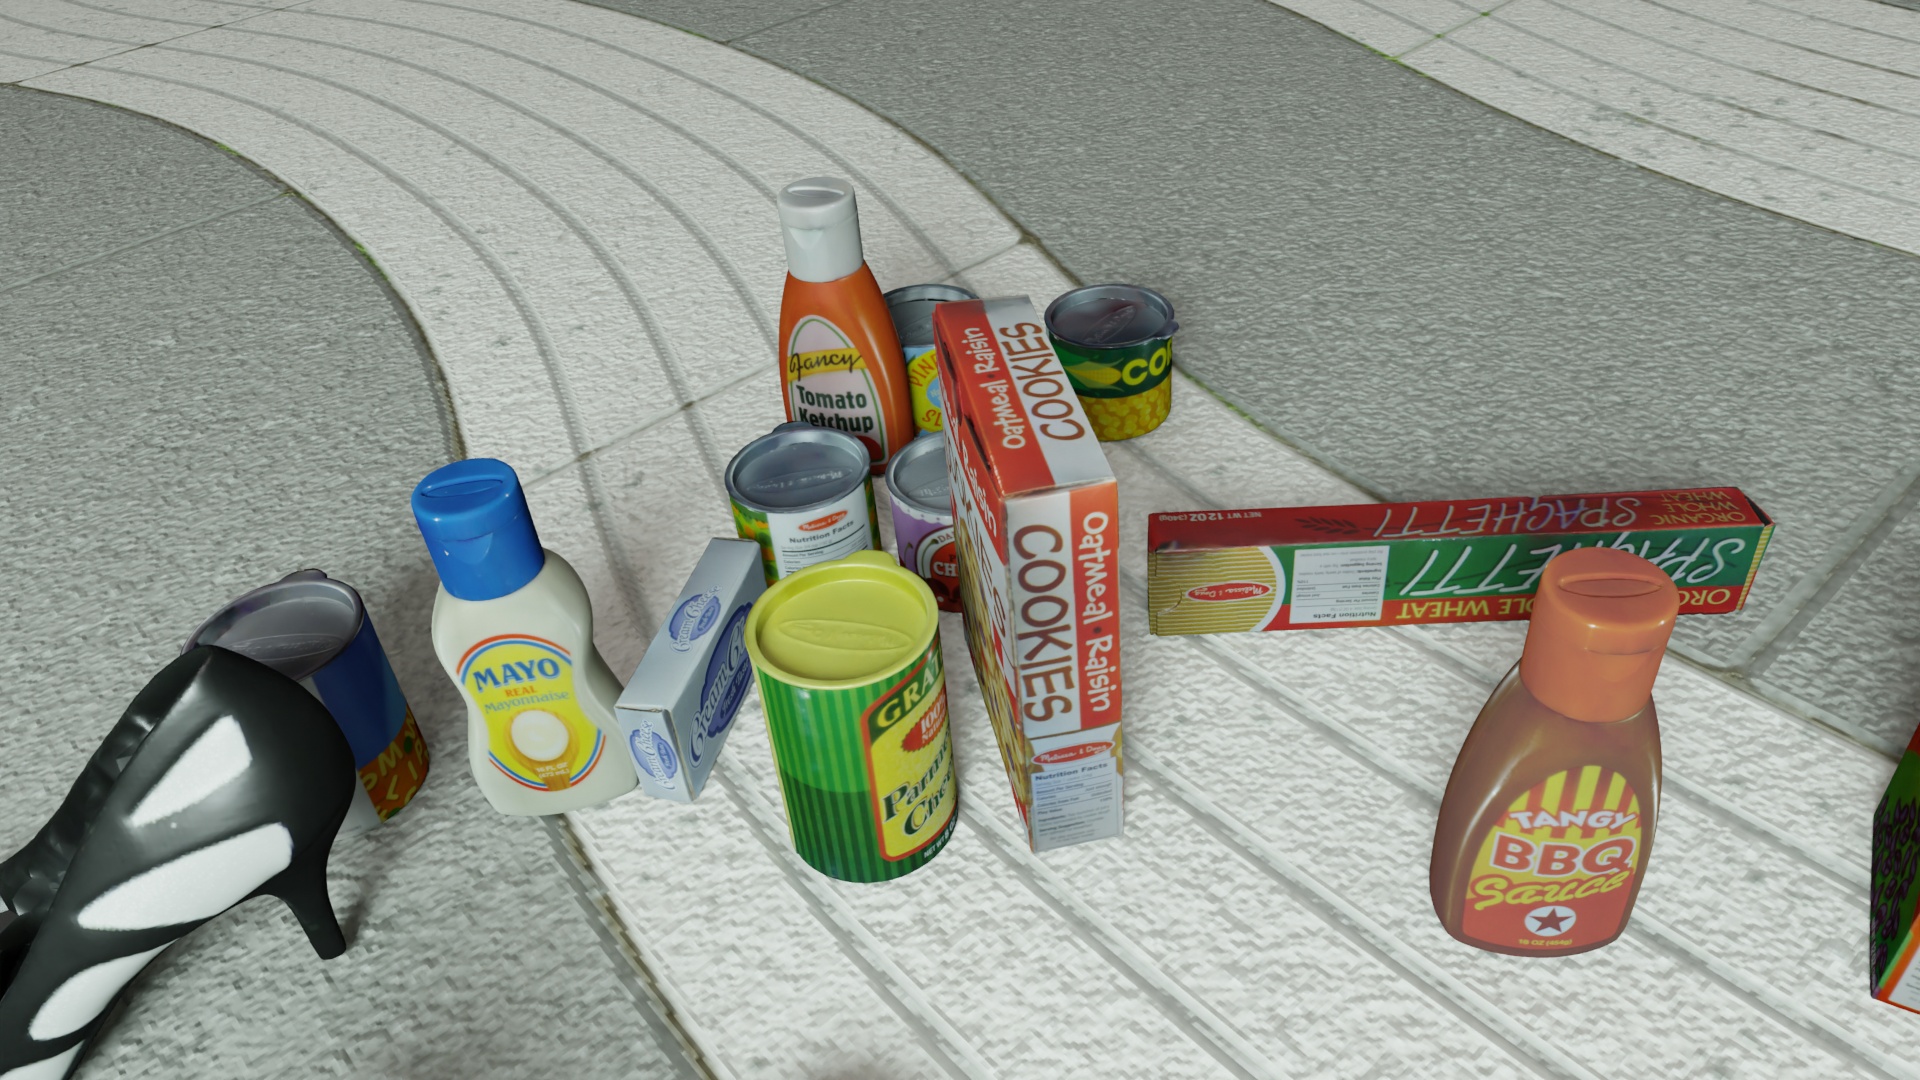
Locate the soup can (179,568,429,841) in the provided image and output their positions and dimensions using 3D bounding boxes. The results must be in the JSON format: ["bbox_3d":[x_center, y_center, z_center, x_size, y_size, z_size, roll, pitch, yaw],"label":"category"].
[{"bbox_3d":[-0.254,0.065,0.546,0.071,0.083,0.072,-4,38,3],"label":"soup can"}]

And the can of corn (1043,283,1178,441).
[{"bbox_3d":[0.080,-0.092,0.725,0.071,0.058,0.071,-3,38,3],"label":"can of corn"}]

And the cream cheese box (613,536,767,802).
[{"bbox_3d":[-0.105,0.051,0.570,0.024,0.053,0.104,5,39,13],"label":"cream cheese box"}]

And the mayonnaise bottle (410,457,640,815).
[{"bbox_3d":[-0.163,0.039,0.516,0.065,0.147,0.041,-10,38,-5],"label":"mayonnaise bottle"}]

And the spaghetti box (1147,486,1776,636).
[{"bbox_3d":[0.204,0.010,0.587,0.250,0.050,0.029,-3,38,4],"label":"spaghetti box"}]

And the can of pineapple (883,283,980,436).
[{"bbox_3d":[-0.017,-0.096,0.741,0.071,0.057,0.071,-3,38,3],"label":"can of pineapple"}]

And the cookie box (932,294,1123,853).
[{"bbox_3d":[0.024,0.012,0.512,0.040,0.166,0.123,-10,38,-6],"label":"cookie box"}]

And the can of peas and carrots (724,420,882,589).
[{"bbox_3d":[-0.071,-0.012,0.642,0.071,0.058,0.071,-3,38,3],"label":"can of peas and carrots"}]

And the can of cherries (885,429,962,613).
[{"bbox_3d":[0.002,-0.008,0.627,0.071,0.058,0.072,-3,38,3],"label":"can of cherries"}]

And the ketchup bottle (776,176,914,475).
[{"bbox_3d":[-0.061,-0.103,0.683,0.065,0.148,0.044,7,40,15],"label":"ketchup bottle"}]

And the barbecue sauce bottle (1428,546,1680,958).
[{"bbox_3d":[0.188,0.069,0.434,0.065,0.147,0.044,-1,38,6],"label":"barbecue sauce bottle"}]

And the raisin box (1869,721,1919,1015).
[{"bbox_3d":[0.320,0.079,0.425,0.040,0.122,0.086,15,43,24],"label":"raisin box"}]

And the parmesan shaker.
[{"bbox_3d":[-0.035,0.065,0.504,0.071,0.102,0.072,-4,38,3],"label":"parmesan shaker"}]
